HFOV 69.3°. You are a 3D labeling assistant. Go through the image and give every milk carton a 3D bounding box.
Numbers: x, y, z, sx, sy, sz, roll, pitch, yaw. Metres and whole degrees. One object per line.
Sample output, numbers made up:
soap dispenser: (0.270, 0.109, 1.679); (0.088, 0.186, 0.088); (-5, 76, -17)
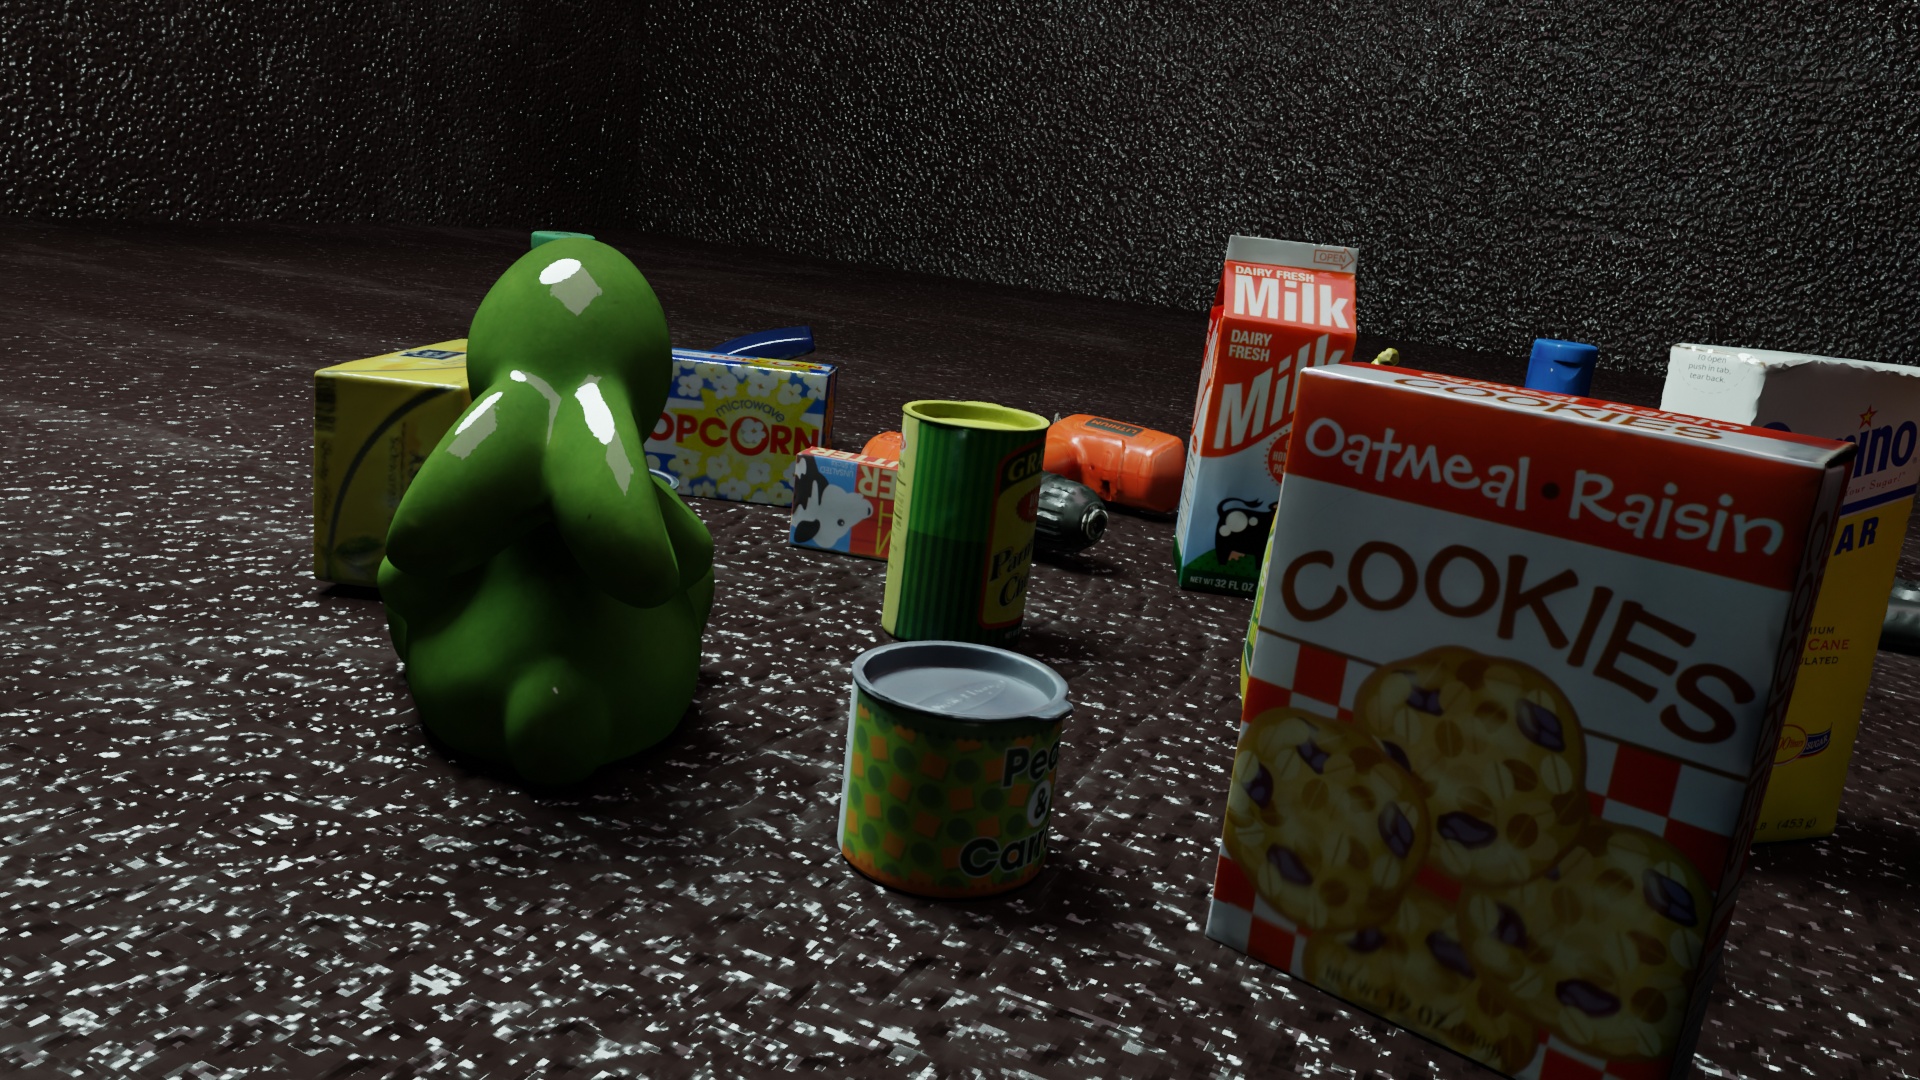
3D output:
milk carton: (0.168, -0.068, 0.765); (0.072, 0.190, 0.073); (7, 14, 4)

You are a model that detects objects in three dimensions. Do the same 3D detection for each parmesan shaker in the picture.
parmesan shaker: (0.002, -0.008, 0.635); (0.071, 0.102, 0.071); (6, 14, -1)

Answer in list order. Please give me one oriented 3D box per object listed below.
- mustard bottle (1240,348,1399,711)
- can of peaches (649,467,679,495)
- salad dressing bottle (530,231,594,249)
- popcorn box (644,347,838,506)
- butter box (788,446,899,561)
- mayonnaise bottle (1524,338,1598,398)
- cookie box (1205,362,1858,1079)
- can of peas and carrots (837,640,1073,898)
mustard bottle: (0.145, 0.005, 0.532); (0.049, 0.159, 0.065); (3, 14, -13)
can of peaches: (-0.165, -0.001, 0.627); (0.071, 0.058, 0.071); (6, 14, -1)
salad dressing bottle: (-0.241, -0.110, 0.835); (0.044, 0.147, 0.064); (2, 14, -16)
popcorn box: (-0.143, -0.070, 0.847); (0.127, 0.085, 0.038); (6, 14, 0)
butter box: (-0.039, -0.017, 0.751); (0.103, 0.053, 0.024); (9, 14, 10)
mayonnaise bottle: (0.353, -0.047, 0.846); (0.065, 0.147, 0.041); (9, 14, 11)
cookie box: (0.137, 0.046, 0.358); (0.123, 0.167, 0.040); (17, 18, 37)
can of peas and carrots: (-0.001, 0.069, 0.426); (0.071, 0.058, 0.071); (6, 14, -1)
